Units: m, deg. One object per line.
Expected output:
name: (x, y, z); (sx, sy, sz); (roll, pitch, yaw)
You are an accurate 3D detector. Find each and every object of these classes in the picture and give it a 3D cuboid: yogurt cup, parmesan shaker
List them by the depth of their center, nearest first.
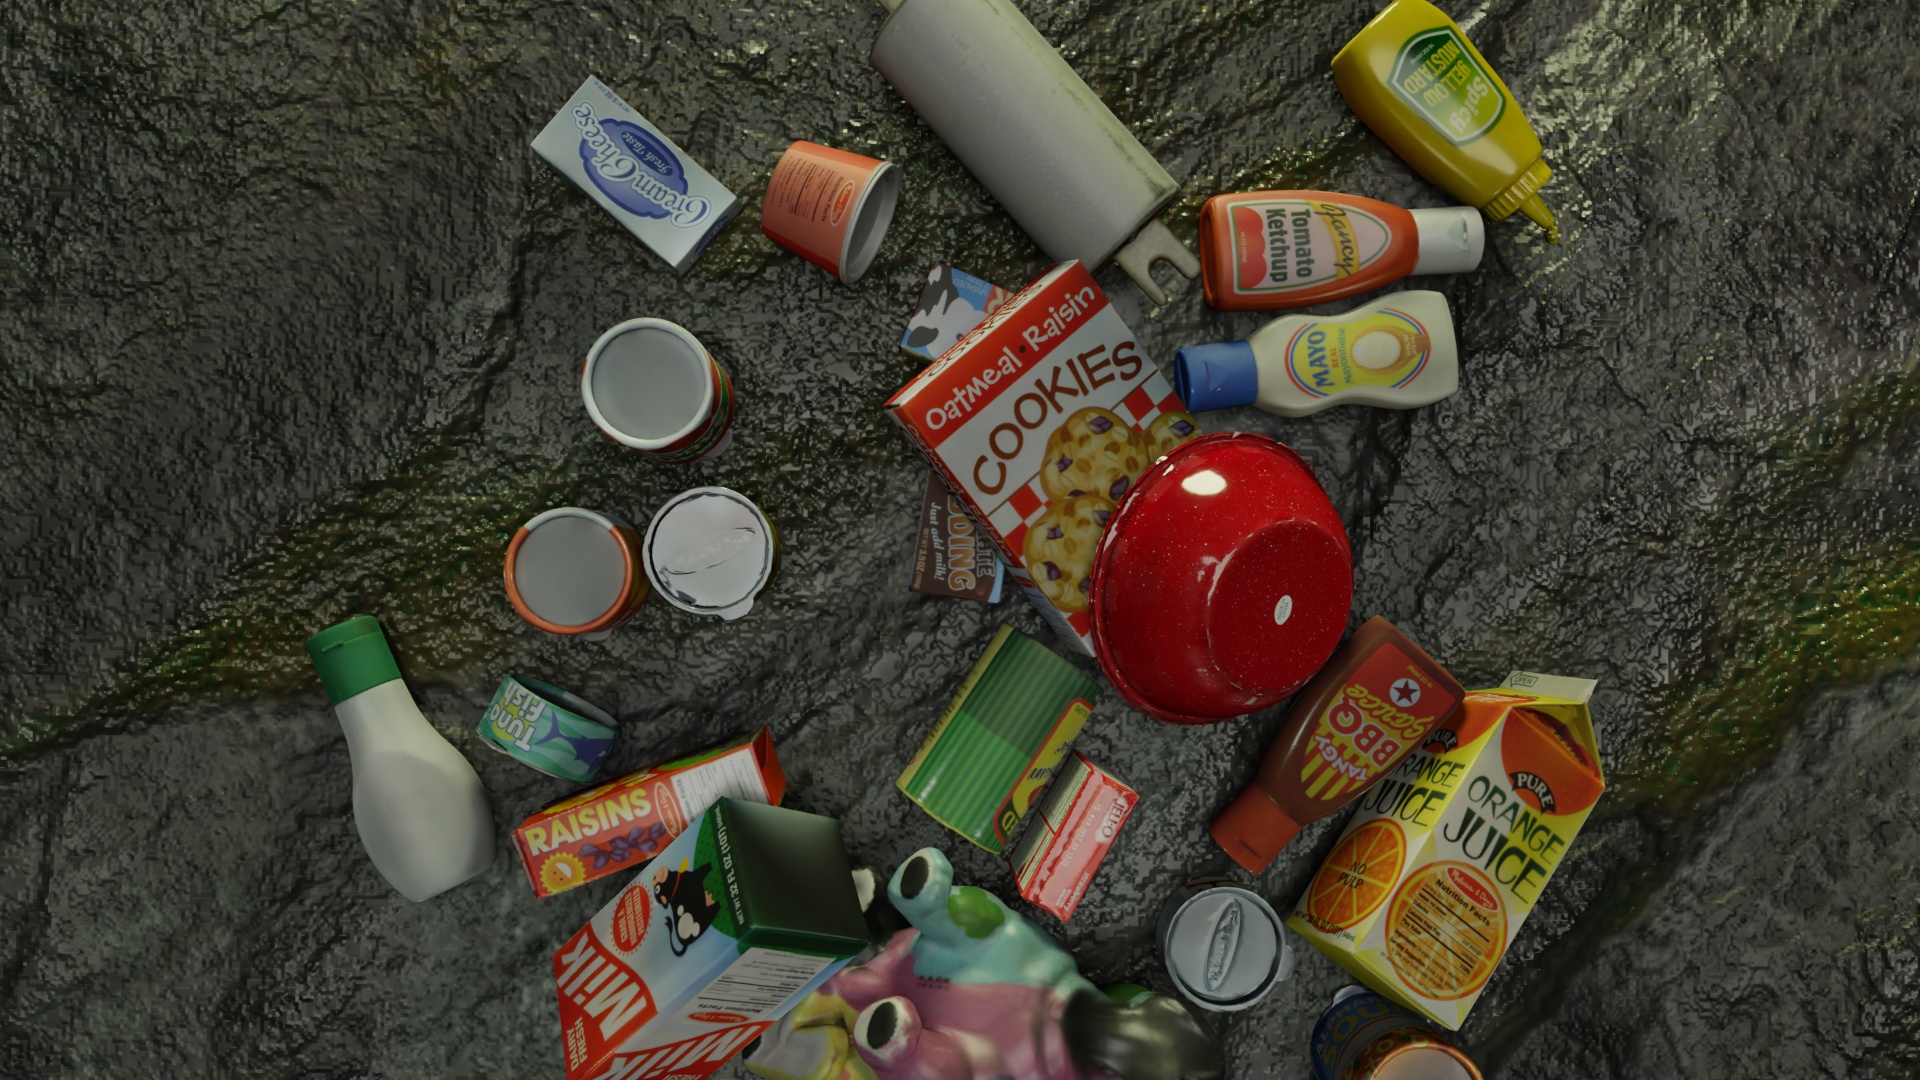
parmesan shaker: (0.022, 0.103, 0.728); (0.071, 0.071, 0.103); (34, 87, -1)
yogurt cup: (-0.070, -0.178, 0.740); (0.054, 0.072, 0.072); (23, 87, 6)

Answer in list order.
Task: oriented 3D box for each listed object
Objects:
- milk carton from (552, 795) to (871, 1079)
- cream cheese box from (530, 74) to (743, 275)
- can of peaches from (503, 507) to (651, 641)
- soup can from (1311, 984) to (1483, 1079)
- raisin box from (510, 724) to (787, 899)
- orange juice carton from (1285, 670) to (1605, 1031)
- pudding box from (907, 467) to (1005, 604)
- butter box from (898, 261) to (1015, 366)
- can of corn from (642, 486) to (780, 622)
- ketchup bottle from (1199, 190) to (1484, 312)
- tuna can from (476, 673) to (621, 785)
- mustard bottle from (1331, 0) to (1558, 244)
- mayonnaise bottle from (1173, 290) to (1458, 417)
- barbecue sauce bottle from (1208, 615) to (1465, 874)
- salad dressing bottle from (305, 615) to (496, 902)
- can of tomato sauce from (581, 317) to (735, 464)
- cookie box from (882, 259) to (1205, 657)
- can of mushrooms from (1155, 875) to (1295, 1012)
milk carton: (-0.138, 0.212, 0.683); (0.190, 0.073, 0.072); (-44, 46, 23)
cream cheese box: (-0.175, -0.197, 0.754); (0.104, 0.024, 0.053); (40, 88, -1)
can of peaches: (-0.198, 0.019, 0.727); (0.071, 0.058, 0.071); (0, 87, -3)
soup can: (0.227, 0.278, 0.726); (0.071, 0.083, 0.071); (0, 88, -3)
raisin box: (-0.155, 0.136, 0.710); (0.123, 0.086, 0.040); (-20, 91, -4)
orange juice carton: (0.263, 0.148, 0.728); (0.073, 0.071, 0.193); (39, 78, -10)
pudding box: (0.003, -0.009, 0.753); (0.050, 0.030, 0.083); (10, 87, -4)
butter box: (0.023, -0.109, 0.761); (0.103, 0.024, 0.053); (22, 87, -2)
can of corn: (-0.128, 0.009, 0.731); (0.071, 0.058, 0.071); (0, 88, -3)
ketchup bottle: (0.209, -0.161, 0.764); (0.149, 0.043, 0.064); (-4, 90, -4)
tuna can: (-0.213, 0.096, 0.717); (0.071, 0.071, 0.033); (27, 86, -2)
mustard bottle: (0.279, -0.225, 0.767); (0.065, 0.049, 0.160); (-44, 90, -2)
mayonnaise bottle: (0.193, -0.097, 0.761); (0.148, 0.041, 0.064); (-9, 90, -4)
barbecue sauce bottle: (0.195, 0.113, 0.742); (0.065, 0.044, 0.148); (41, 98, -6)
salad dressing bottle: (-0.294, 0.112, 0.726); (0.064, 0.044, 0.147); (-25, 88, -2)
can of tomato sauce: (-0.154, -0.074, 0.720); (0.071, 0.083, 0.071); (0, 88, -3)
cookie box: (0.058, -0.043, 0.727); (0.123, 0.040, 0.167); (-41, 103, -13)
can of mushrooms: (0.142, 0.217, 0.749); (0.071, 0.033, 0.071); (0, 87, -3)
